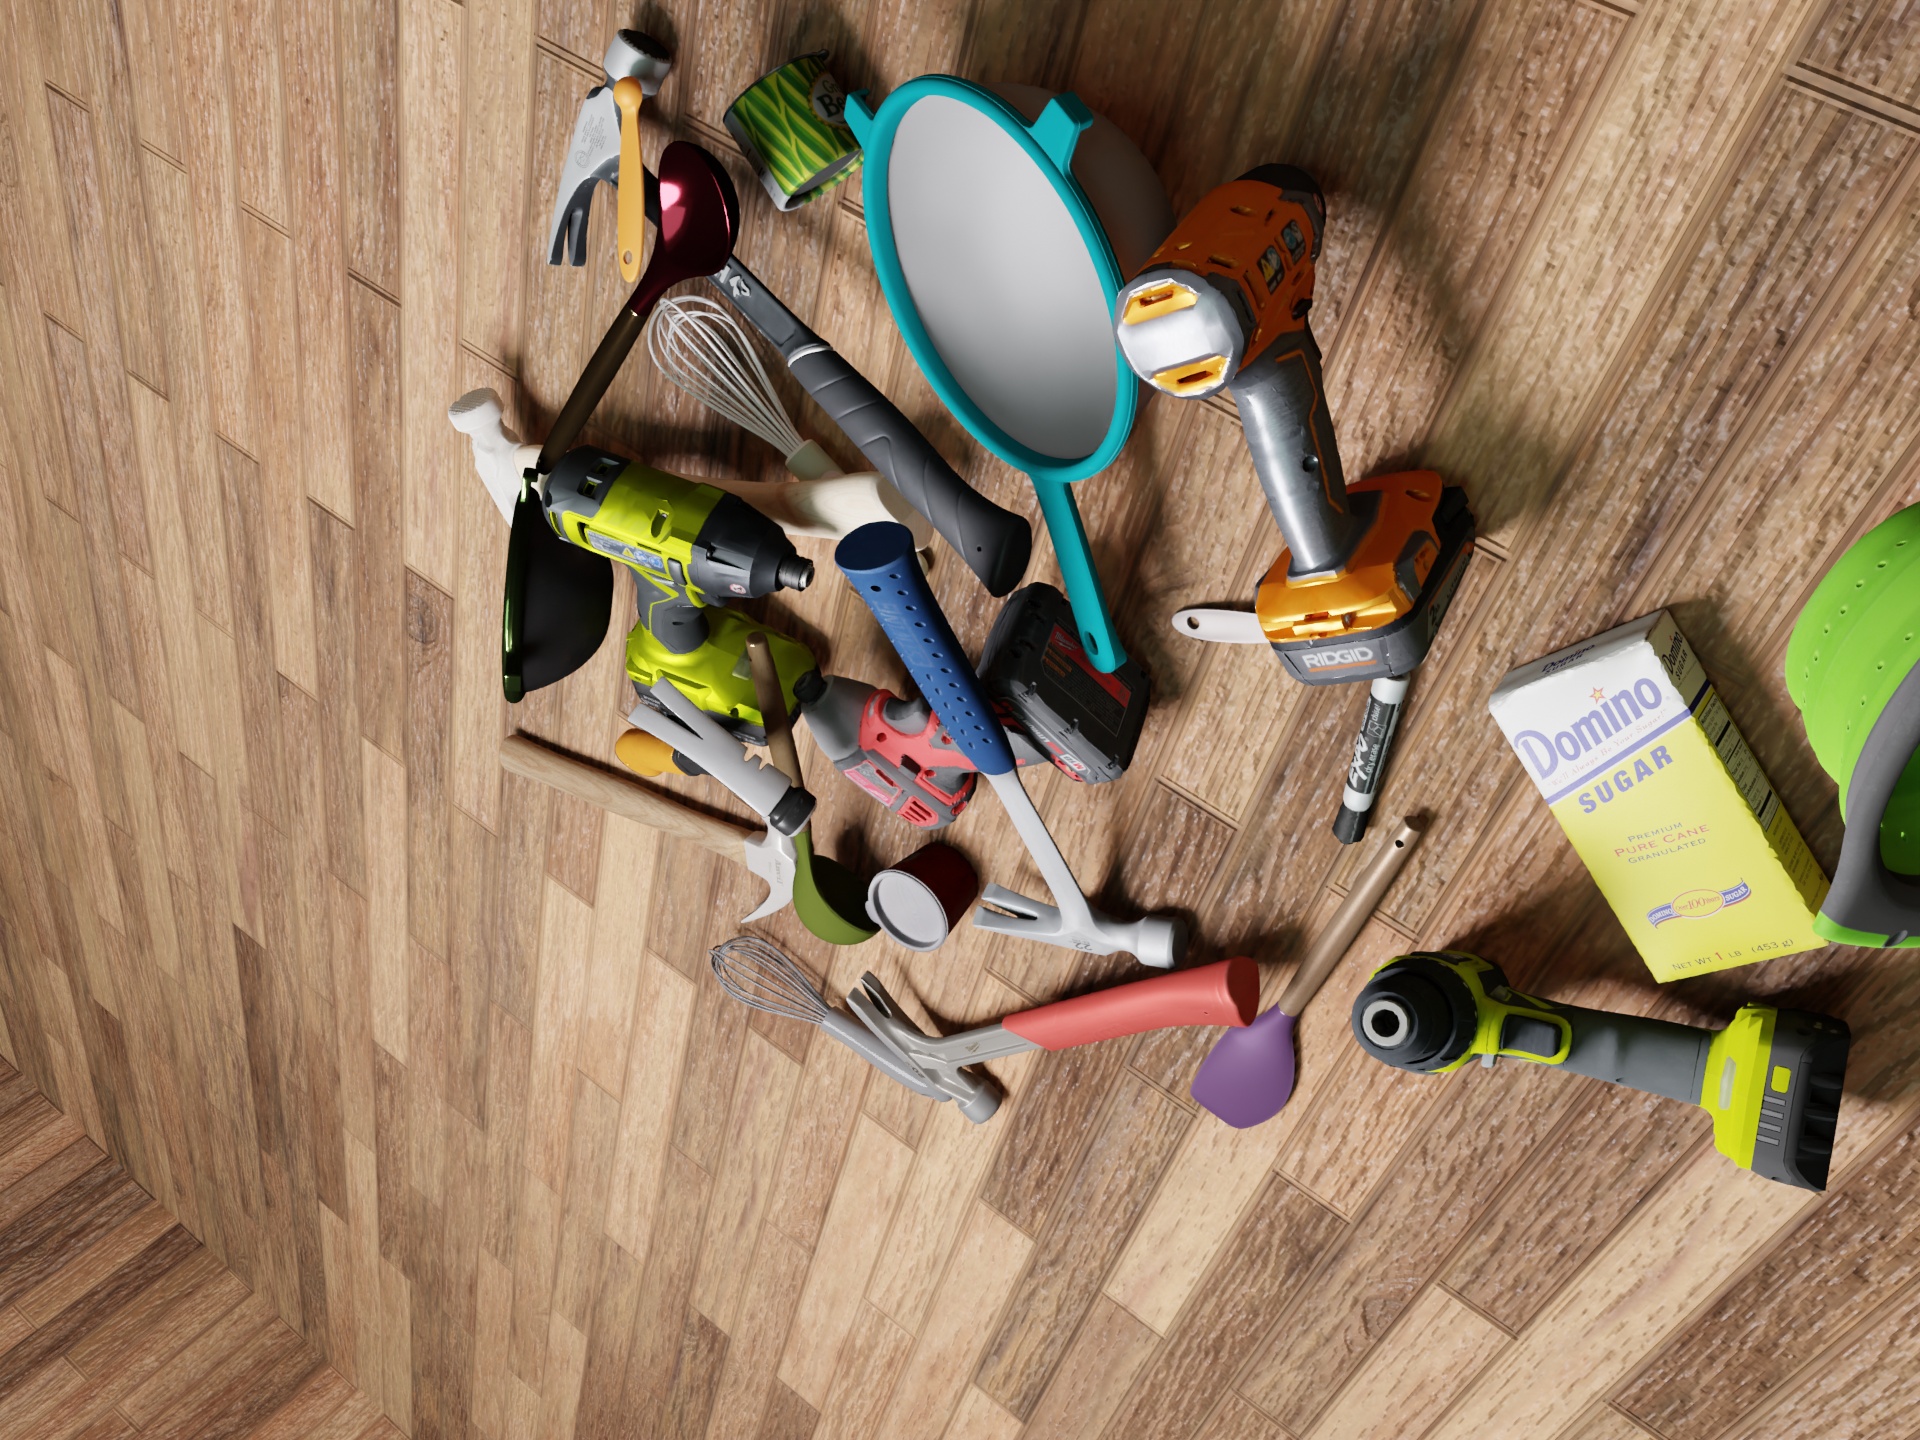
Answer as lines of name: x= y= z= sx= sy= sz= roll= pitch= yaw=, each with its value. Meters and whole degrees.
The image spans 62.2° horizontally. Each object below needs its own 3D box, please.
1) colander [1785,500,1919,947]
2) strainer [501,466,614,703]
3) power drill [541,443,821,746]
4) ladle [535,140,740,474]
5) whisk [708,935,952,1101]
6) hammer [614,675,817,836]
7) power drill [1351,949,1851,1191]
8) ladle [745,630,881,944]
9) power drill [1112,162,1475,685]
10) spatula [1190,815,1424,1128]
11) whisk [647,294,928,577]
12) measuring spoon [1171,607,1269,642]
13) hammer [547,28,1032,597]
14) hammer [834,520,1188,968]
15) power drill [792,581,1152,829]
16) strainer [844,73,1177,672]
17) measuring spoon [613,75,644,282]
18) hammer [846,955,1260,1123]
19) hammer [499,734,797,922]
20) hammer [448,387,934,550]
colander: x=0.439 y=-0.091 z=0.605 sx=0.095 sy=0.204 sz=0.397 roll=56 pitch=130 yaw=47
strainer: x=-0.287 y=-0.078 z=1.158 sx=0.256 sy=0.069 sz=0.151 roll=145 pitch=129 yaw=-77
power drill: x=-0.165 y=-0.075 z=1.041 sx=0.171 sy=0.080 sz=0.223 roll=21 pitch=155 yaw=13
ladle: x=-0.203 y=-0.233 z=0.960 sx=0.069 sy=0.031 sz=0.315 roll=58 pitch=140 yaw=5
whisk: x=-0.106 y=0.245 z=1.297 sx=0.239 sy=0.055 sz=0.055 roll=29 pitch=132 yaw=15
hammer: x=-0.203 y=0.021 z=1.118 sx=0.127 sy=0.034 sz=0.337 roll=40 pitch=167 yaw=-18
power drill: x=0.319 y=0.168 z=0.813 sx=0.228 sy=0.190 sz=0.080 roll=10 pitch=89 yaw=28
ladle: x=-0.102 y=0.051 z=1.096 sx=0.319 sy=0.062 sz=0.078 roll=83 pitch=160 yaw=-48
power drill: x=0.167 y=-0.149 z=0.759 sx=0.084 sy=0.164 sz=0.226 roll=-8 pitch=125 yaw=41
spatula: x=0.219 y=0.168 z=1.004 sx=0.060 sy=0.018 sz=0.315 roll=34 pitch=135 yaw=16
whisk: x=-0.109 y=-0.178 z=1.023 sx=0.246 sy=0.058 sz=0.059 roll=47 pitch=170 yaw=-2
measuring spoon: x=0.174 y=-0.056 z=0.901 sx=0.124 sy=0.018 sz=0.034 roll=7 pitch=122 yaw=43
hammer: x=-0.103 y=-0.221 z=0.929 sx=0.409 sy=0.036 sz=0.149 roll=47 pitch=123 yaw=17
hammer: x=0.018 y=0.032 z=0.935 sx=0.144 sy=0.035 sz=0.405 roll=5 pitch=147 yaw=28
power drill: x=-0.002 y=-0.003 z=1.002 sx=0.143 sy=0.079 sz=0.219 roll=40 pitch=143 yaw=-26
strainer: x=0.065 y=-0.185 z=0.844 sx=0.211 sy=0.095 sz=0.340 roll=29 pitch=146 yaw=50
measuring spoon: x=-0.198 y=-0.320 z=0.942 sx=0.021 sy=0.011 sz=0.117 roll=14 pitch=109 yaw=32
hammer: x=0.065 y=0.204 z=1.101 sx=0.149 sy=0.037 sz=0.359 roll=47 pitch=142 yaw=-12
hammer: x=-0.259 y=0.074 z=1.315 sx=0.331 sy=0.031 sz=0.130 roll=18 pitch=126 yaw=30
hammer: x=-0.182 y=-0.144 z=1.069 sx=0.411 sy=0.038 sz=0.146 roll=13 pitch=139 yaw=37
